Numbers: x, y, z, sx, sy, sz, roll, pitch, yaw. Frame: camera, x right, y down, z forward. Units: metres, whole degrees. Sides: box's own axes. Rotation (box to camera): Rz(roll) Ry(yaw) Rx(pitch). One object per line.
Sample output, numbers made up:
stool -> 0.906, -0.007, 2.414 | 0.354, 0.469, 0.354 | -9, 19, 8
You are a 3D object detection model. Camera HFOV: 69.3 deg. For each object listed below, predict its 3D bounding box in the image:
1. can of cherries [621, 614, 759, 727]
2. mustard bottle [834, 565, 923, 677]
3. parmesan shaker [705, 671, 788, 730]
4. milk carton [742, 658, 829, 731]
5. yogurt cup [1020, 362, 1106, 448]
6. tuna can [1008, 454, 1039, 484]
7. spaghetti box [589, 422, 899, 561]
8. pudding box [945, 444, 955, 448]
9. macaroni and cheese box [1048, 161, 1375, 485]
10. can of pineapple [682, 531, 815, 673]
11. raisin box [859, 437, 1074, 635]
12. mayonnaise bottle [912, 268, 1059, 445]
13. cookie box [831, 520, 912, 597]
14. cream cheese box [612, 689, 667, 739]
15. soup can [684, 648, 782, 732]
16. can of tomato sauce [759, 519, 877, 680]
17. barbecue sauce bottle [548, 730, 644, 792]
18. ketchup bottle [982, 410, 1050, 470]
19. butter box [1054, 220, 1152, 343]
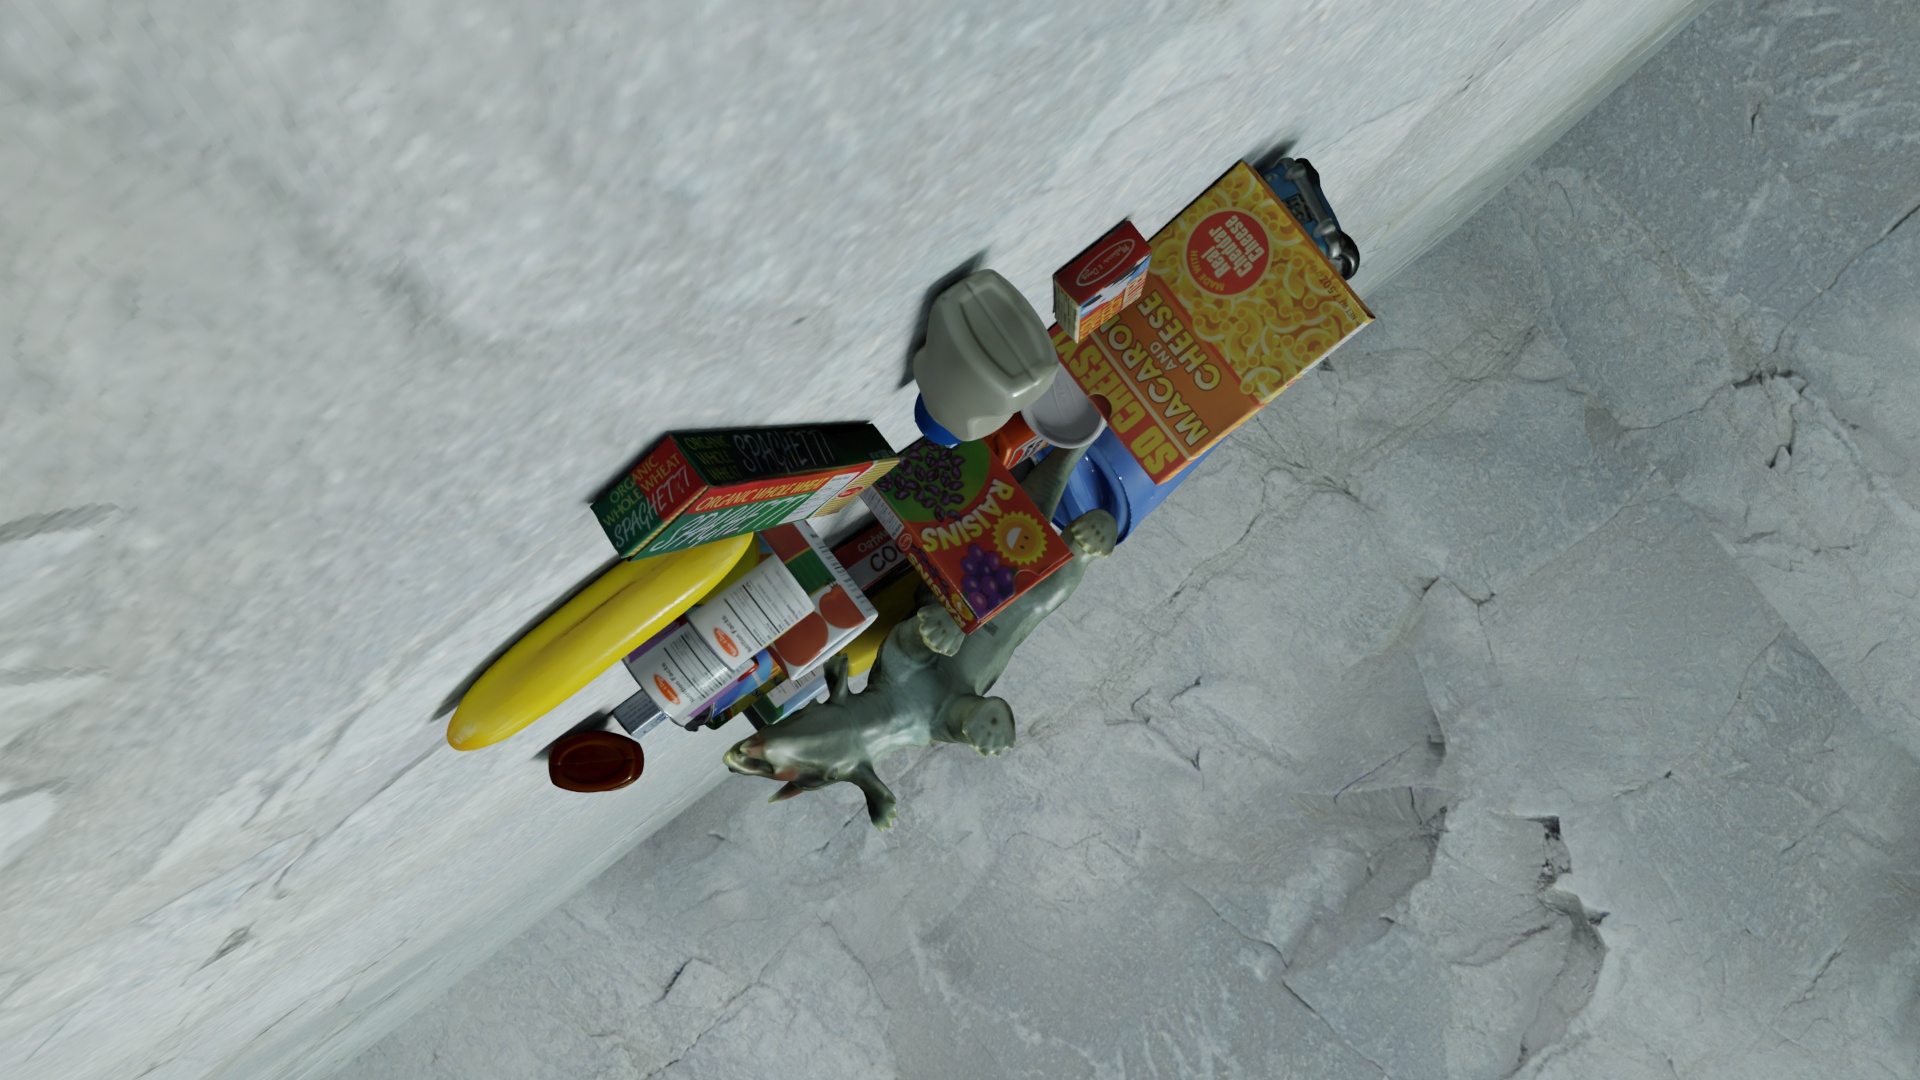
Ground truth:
can of cherries -> -0.161, 0.065, 0.817 | 0.058, 0.071, 0.071 | -38, 175, -4
mustard bottle -> -0.039, 0.049, 1.133 | 0.161, 0.049, 0.065 | -36, 173, -20
parmesan shaker -> -0.151, 0.082, 0.991 | 0.103, 0.071, 0.071 | -36, 175, -23
milk carton -> -0.123, 0.091, 1.269 | 0.191, 0.073, 0.072 | -36, 175, -20
yogurt cup -> 0.081, -0.106, 0.978 | 0.072, 0.072, 0.054 | -42, -179, 41
tuna can -> 0.033, -0.048, 1.126 | 0.071, 0.071, 0.033 | -38, 173, -1
spaghetti box -> -0.090, -0.028, 0.658 | 0.050, 0.029, 0.250 | -39, 175, 15
pudding box -> 0.011, -0.090, 0.809 | 0.050, 0.030, 0.083 | -37, 175, -22
macaroni and cheese box -> 0.151, -0.133, 0.868 | 0.166, 0.124, 0.040 | -40, 171, 22
can of pineapple -> -0.121, 0.028, 0.753 | 0.058, 0.071, 0.071 | -37, 175, -7
raisin box -> 0.003, -0.012, 0.928 | 0.086, 0.123, 0.040 | -35, 174, -24
mayonnaise bottle -> 0.005, -0.081, 0.683 | 0.041, 0.065, 0.148 | -34, 178, -13
cookie box -> -0.070, 0.018, 1.169 | 0.123, 0.040, 0.167 | -35, 175, -24
cream cheese box -> -0.217, 0.113, 1.075 | 0.104, 0.024, 0.053 | -37, 174, -11
soup can -> -0.154, 0.074, 0.905 | 0.084, 0.071, 0.071 | -33, 173, -43
can of tomato sauce -> -0.101, 0.033, 0.824 | 0.071, 0.083, 0.071 | -38, 175, -4
barbecue sauce bottle -> -0.271, 0.170, 1.056 | 0.065, 0.044, 0.148 | -4, 170, -9
ketchup bottle -> 0.053, -0.089, 1.042 | 0.149, 0.043, 0.064 | -33, 173, -47
butter box -> 0.081, -0.148, 0.807 | 0.053, 0.024, 0.103 | -37, 175, 1
